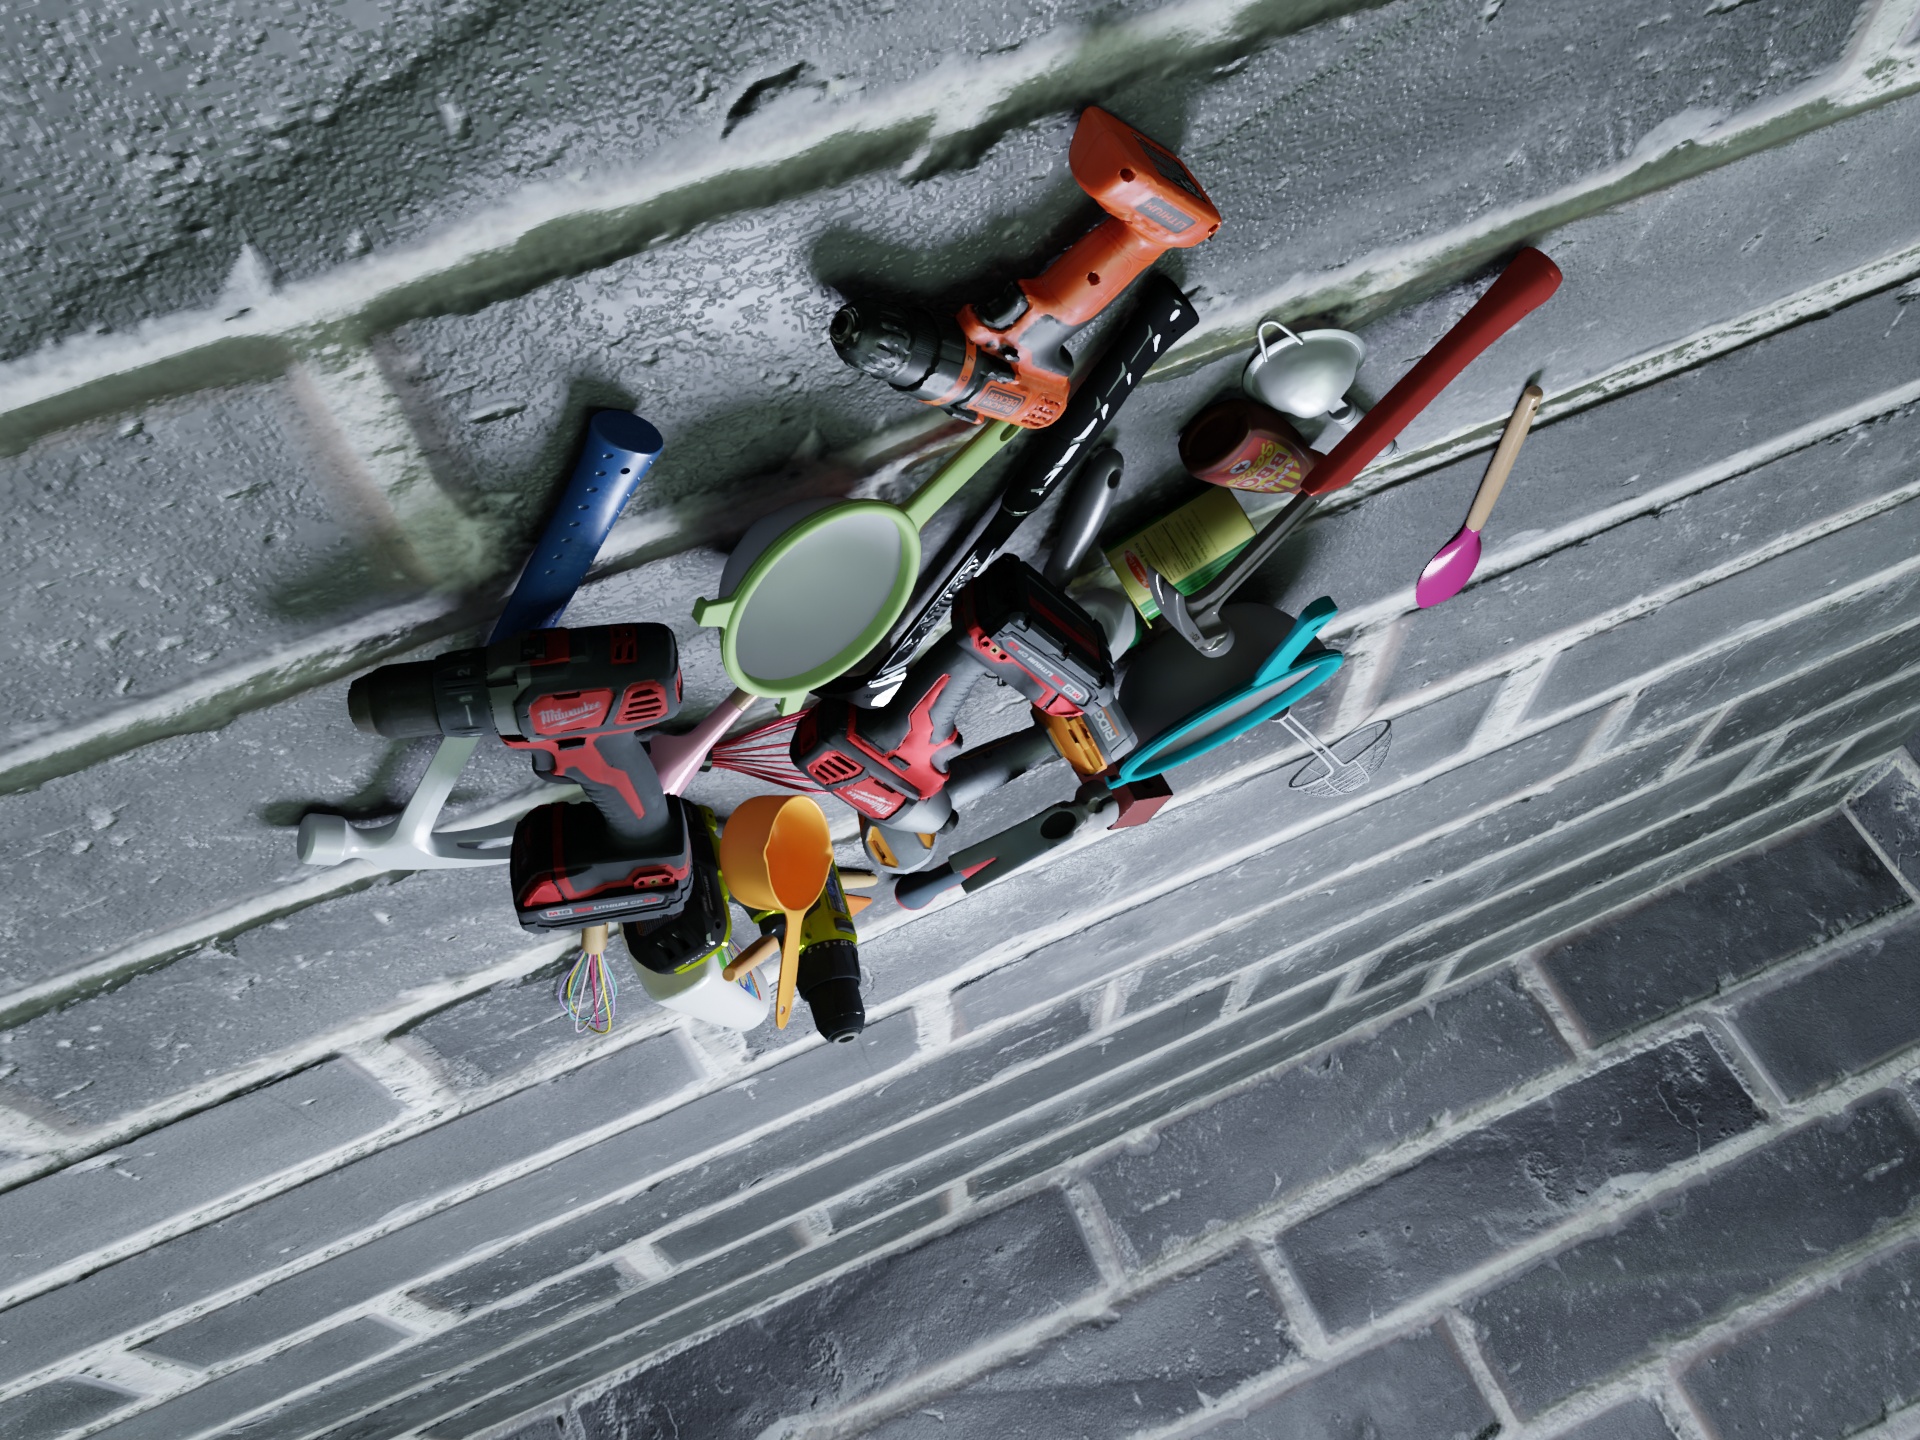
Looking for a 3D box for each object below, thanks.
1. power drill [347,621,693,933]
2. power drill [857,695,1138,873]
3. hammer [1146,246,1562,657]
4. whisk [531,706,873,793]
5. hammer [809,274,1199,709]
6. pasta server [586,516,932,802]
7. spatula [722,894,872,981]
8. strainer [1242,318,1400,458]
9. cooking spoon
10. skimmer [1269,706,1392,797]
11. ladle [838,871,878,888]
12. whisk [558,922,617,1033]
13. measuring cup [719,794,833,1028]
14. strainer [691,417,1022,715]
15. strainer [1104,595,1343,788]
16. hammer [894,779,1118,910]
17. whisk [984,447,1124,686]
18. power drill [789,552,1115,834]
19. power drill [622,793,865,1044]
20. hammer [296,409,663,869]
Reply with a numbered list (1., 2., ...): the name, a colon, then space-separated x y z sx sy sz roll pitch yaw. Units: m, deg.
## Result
1. power drill: -0.259 0.035 0.983 0.188 0.080 0.226 -7 138 -8
2. power drill: 0.018 0.032 1.288 0.226 0.084 0.164 -30 -167 0
3. hammer: 0.277 -0.194 1.110 0.359 0.037 0.149 -45 155 4
4. whisk: -0.169 0.025 1.175 0.295 0.073 0.073 -2 145 -31
5. hammer: 0.028 -0.138 1.087 0.149 0.036 0.408 0 142 -40
6. pasta server: -0.137 -0.035 1.086 0.316 0.040 0.060 -45 132 8
7. spatula: -0.154 0.198 1.433 0.081 0.041 0.322 -33 179 11
8. strainer: 0.276 -0.226 1.153 0.087 0.050 0.258 -23 161 28
9. cooking spoon: 0.462 -0.188 1.408 0.069 0.017 0.318 -23 153 -10
10. skimmer: 0.334 -0.008 1.602 0.127 0.090 0.362 -34 142 19
11. ladle: -0.172 0.144 1.395 0.315 0.069 0.031 5 121 -55
12. whisk: -0.315 0.206 1.378 0.051 0.047 0.244 -12 146 -25
13. measuring cup: -0.144 0.140 1.189 0.052 0.173 0.095 3 176 28
14. strainer: -0.065 -0.128 1.007 0.256 0.069 0.151 -44 152 -5
15. strainer: 0.218 -0.058 1.290 0.211 0.095 0.340 -25 167 -15
16. hammer: -0.002 0.131 1.378 0.143 0.038 0.386 -25 176 -23
17. whisk: 0.069 -0.107 1.171 0.055 0.055 0.238 -10 144 -30
18. power drill: -0.002 -0.004 1.130 0.143 0.079 0.219 37 119 -27
19. power drill: -0.165 0.158 1.271 0.080 0.191 0.228 -32 149 22
20. hammer: -0.280 -0.030 0.985 0.144 0.035 0.405 8 136 -37
